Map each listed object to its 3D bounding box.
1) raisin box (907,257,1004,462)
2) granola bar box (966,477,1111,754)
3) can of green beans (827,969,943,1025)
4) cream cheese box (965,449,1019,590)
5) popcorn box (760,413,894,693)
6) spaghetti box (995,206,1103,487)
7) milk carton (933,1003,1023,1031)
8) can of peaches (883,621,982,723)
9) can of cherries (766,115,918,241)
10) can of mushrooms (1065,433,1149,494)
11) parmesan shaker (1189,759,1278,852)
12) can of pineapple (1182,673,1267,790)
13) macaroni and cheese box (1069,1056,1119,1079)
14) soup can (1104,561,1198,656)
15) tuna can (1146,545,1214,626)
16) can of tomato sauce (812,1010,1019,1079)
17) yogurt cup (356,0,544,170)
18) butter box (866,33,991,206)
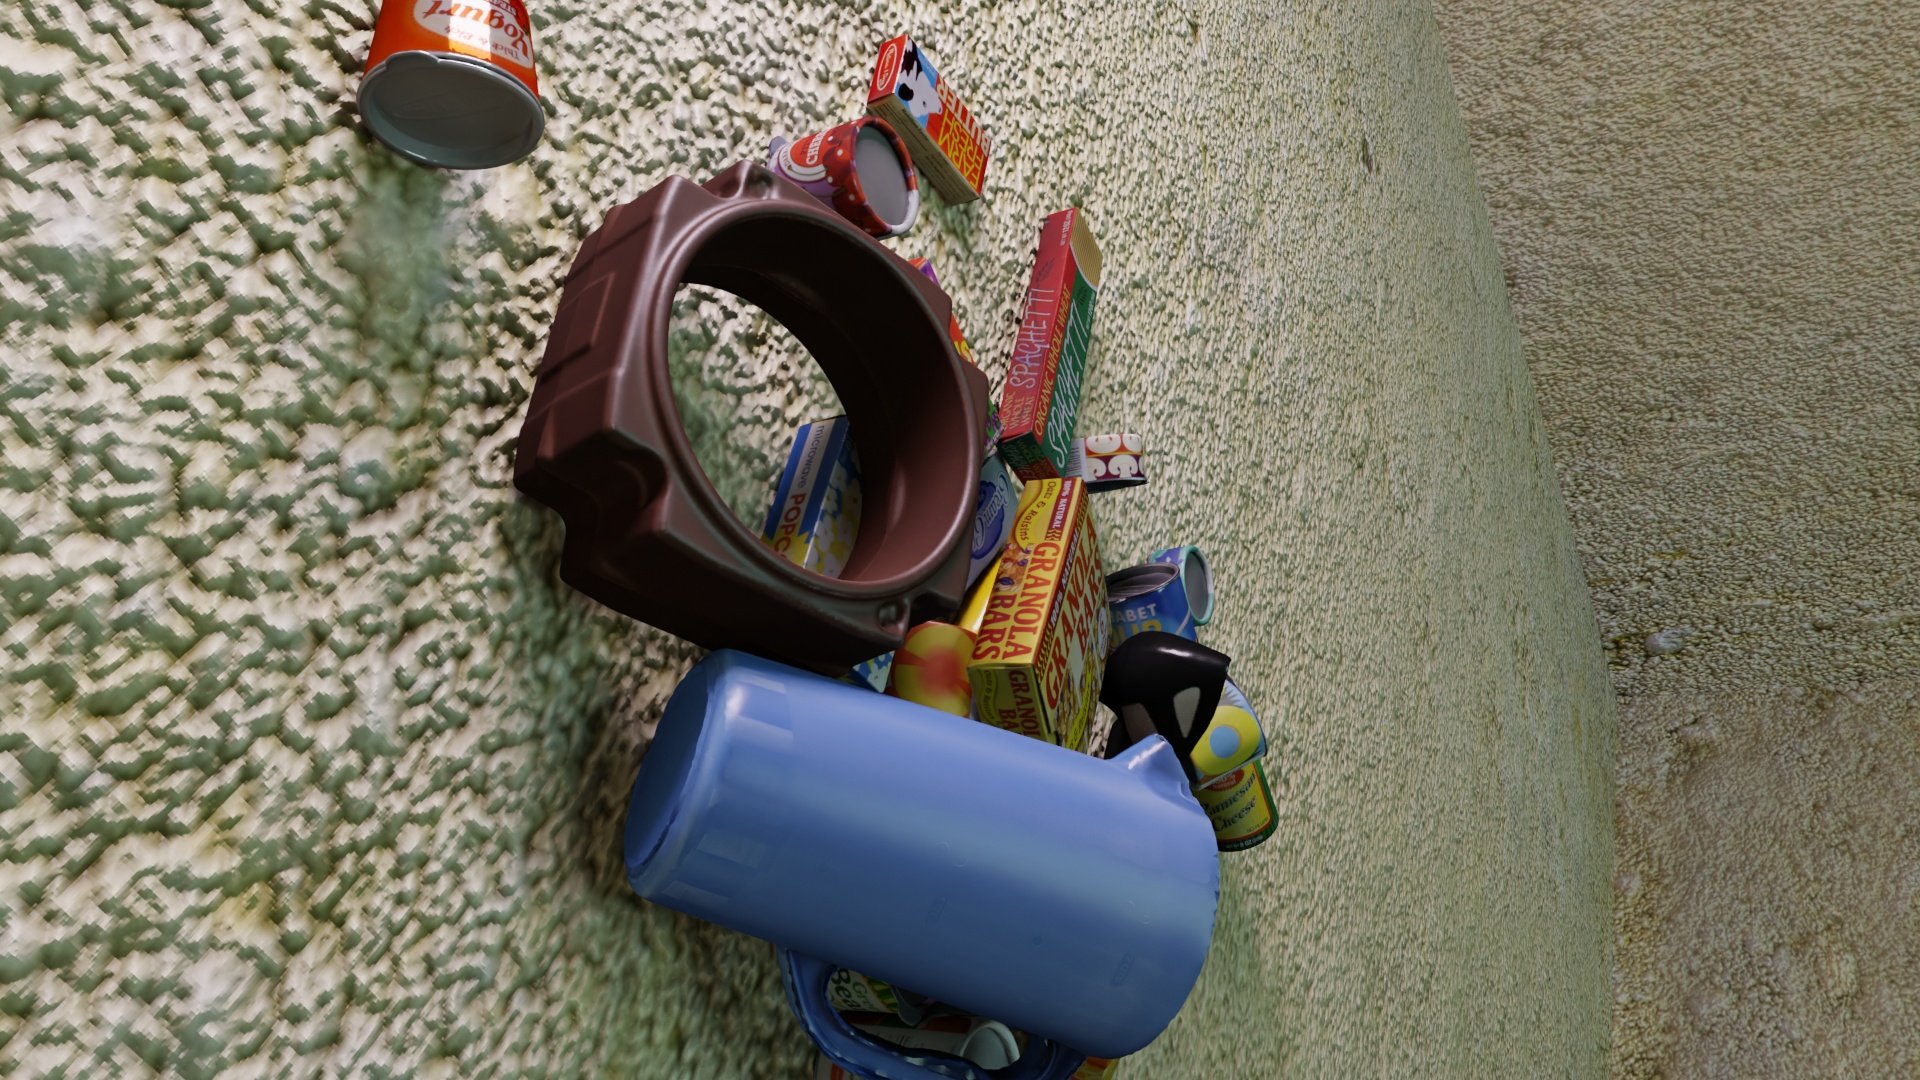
[{"bbox_3d":[-0.026,-0.092,0.815,0.123,0.040,0.086,64,36,-24],"label":"raisin box"},{"bbox_3d":[0.051,0.061,0.802,0.166,0.039,0.123,-70,152,-49],"label":"granola bar box"},{"bbox_3d":[-0.041,0.203,0.698,0.071,0.057,0.071,21,65,-55],"label":"can of green beans"},{"bbox_3d":[0.003,-0.011,0.856,0.104,0.024,0.053,-50,125,-51],"label":"cream cheese box"},{"bbox_3d":[-0.063,0.009,0.731,0.085,0.038,0.127,48,44,-41],"label":"popcorn box"},{"bbox_3d":[0.064,-0.138,0.957,0.050,0.028,0.251,53,35,-36],"label":"spaghetti box"},{"bbox_3d":[0.036,0.191,0.811,0.191,0.073,0.072,-47,122,-52],"label":"milk carton"},{"bbox_3d":[-0.021,0.081,0.757,0.071,0.071,0.058,38,52,-48],"label":"can of peaches"},{"bbox_3d":[-0.065,-0.195,0.760,0.071,0.058,0.071,20,66,-55],"label":"can of cherries"},{"bbox_3d":[0.099,-0.053,0.978,0.071,0.071,0.033,3,79,-58],"label":"can of mushrooms"},{"bbox_3d":[0.208,0.183,1.089,0.072,0.071,0.102,-48,123,-51],"label":"parmesan shaker"},{"bbox_3d":[0.180,0.138,1.008,0.071,0.058,0.070,61,-10,19],"label":"can of pineapple"},{"bbox_3d":[0.093,0.266,0.839,0.124,0.040,0.165,-46,153,-53],"label":"macaroni and cheese box"},{"bbox_3d":[0.136,0.067,1.010,0.072,0.071,0.083,-38,115,-55],"label":"soup can"},{"bbox_3d":[0.175,0.039,1.111,0.071,0.033,0.071,22,64,-55],"label":"tuna can"},{"bbox_3d":[-0.020,0.269,0.693,0.071,0.083,0.071,20,66,-55],"label":"can of tomato sauce"},{"bbox_3d":[-0.198,-0.186,0.543,0.072,0.072,0.054,25,54,-53],"label":"yogurt cup"},{"bbox_3d":[-0.019,-0.266,0.885,0.103,0.024,0.053,40,50,-46],"label":"butter box"}]
